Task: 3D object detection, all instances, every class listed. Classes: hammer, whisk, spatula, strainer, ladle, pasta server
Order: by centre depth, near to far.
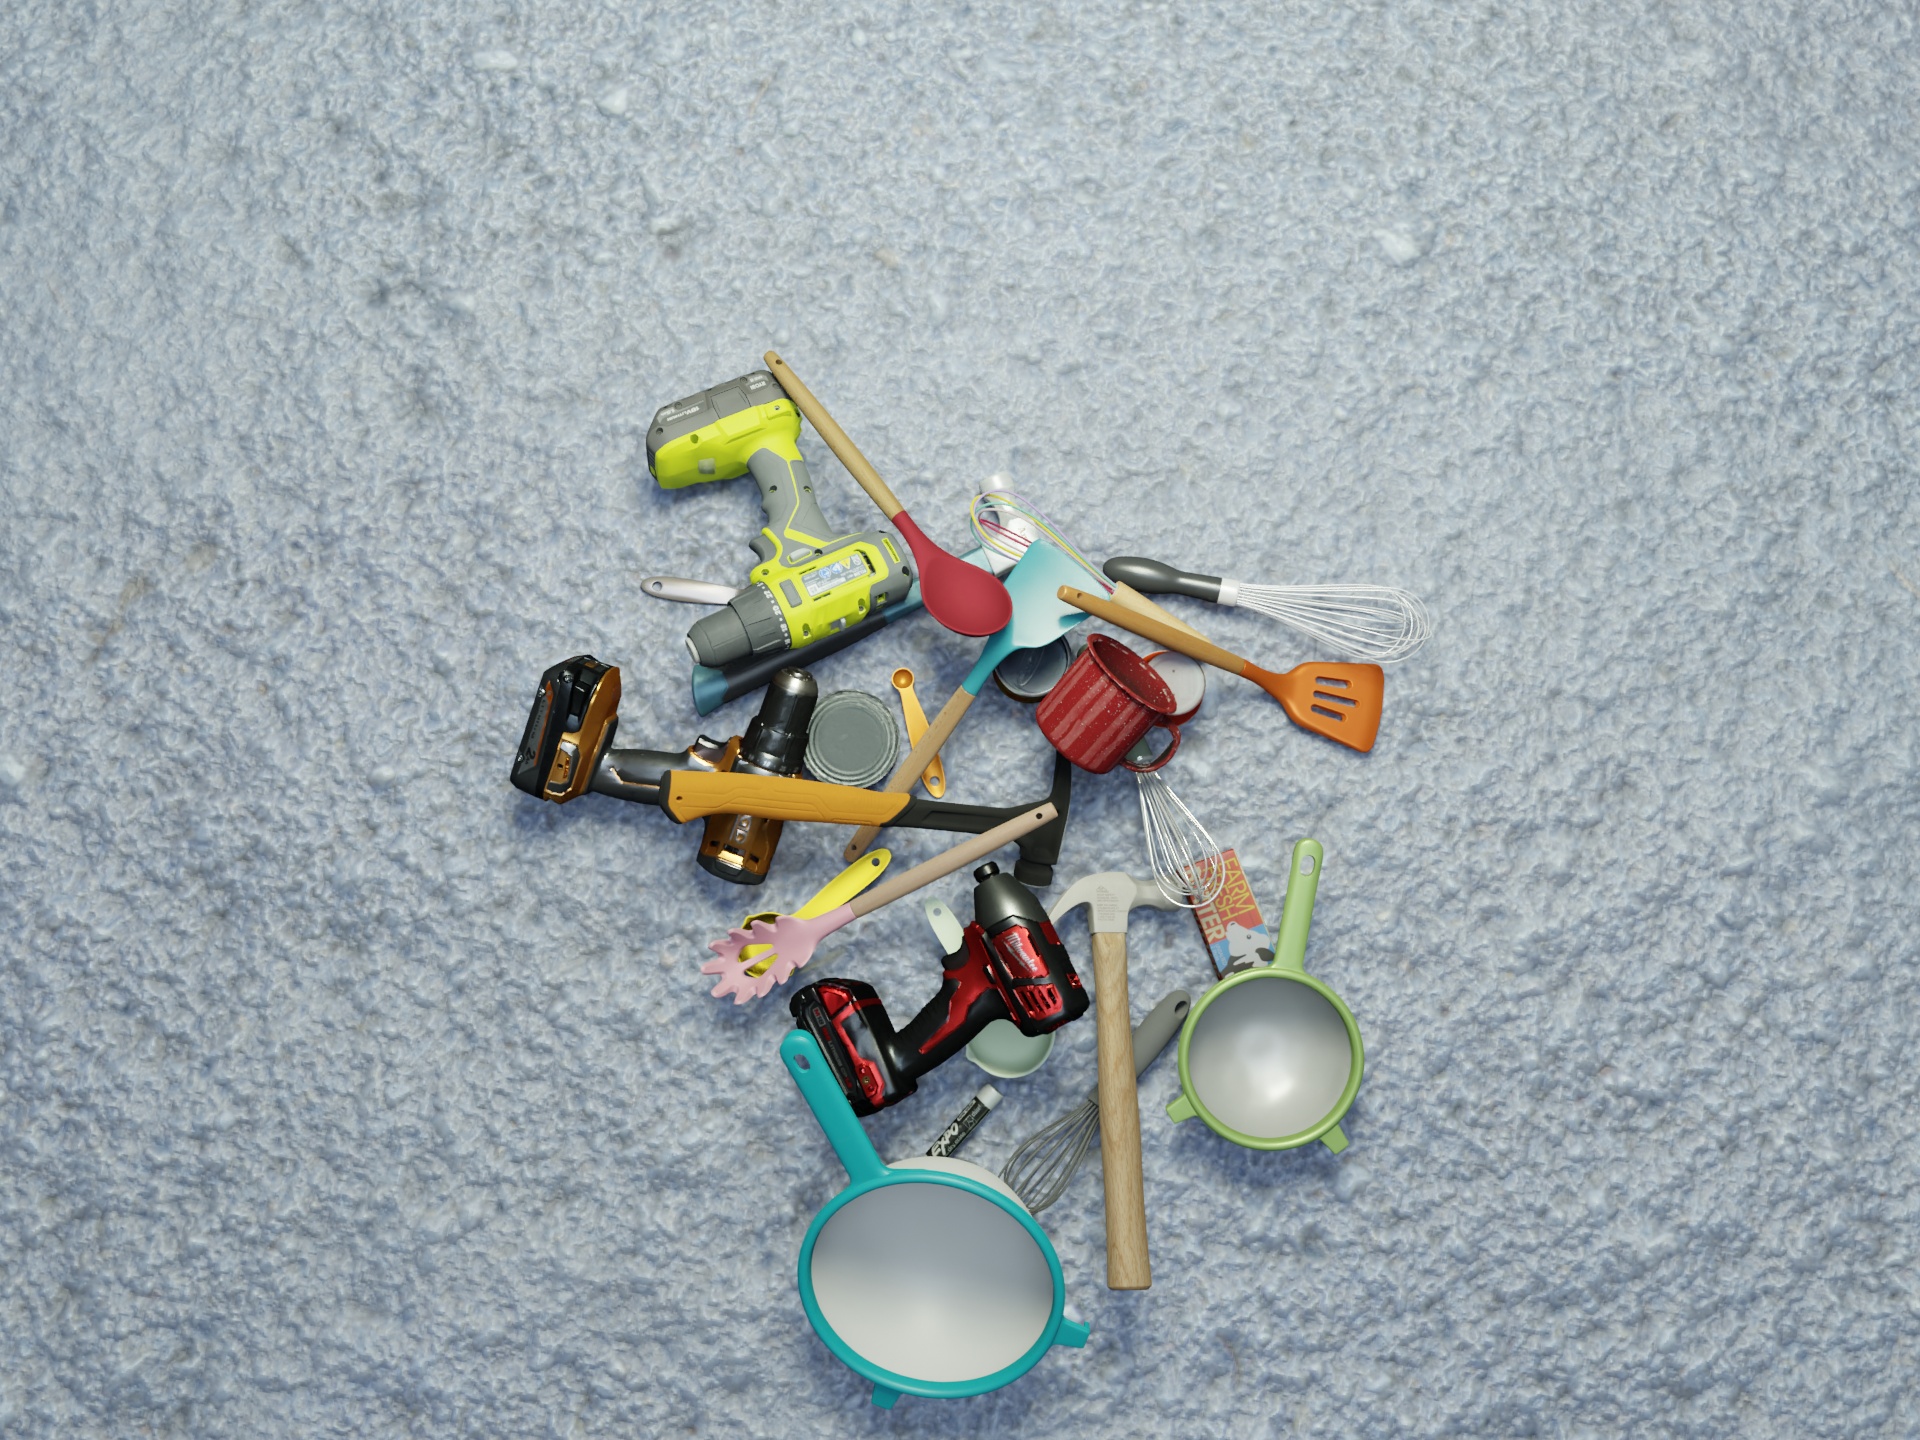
[{"bbox_3d":[-0.047,0.373,1.262,0.211,0.095,0.340,-24,103,15],"label":"strainer"},{"bbox_3d":[0.124,0.287,1.291,0.130,0.031,0.331,1,72,-9],"label":"hammer"},{"bbox_3d":[-0.074,0.064,1.293,0.336,0.034,0.127,6,109,-15],"label":"hammer"},{"bbox_3d":[-0.064,0.143,1.294,0.316,0.040,0.060,-27,84,7],"label":"pasta server"},{"bbox_3d":[-0.067,-0.187,1.302,0.069,0.031,0.315,-31,76,-28],"label":"ladle"},{"bbox_3d":[0.261,0.221,1.315,0.151,0.069,0.256,10,91,0],"label":"strainer"},{"bbox_3d":[0.219,-0.054,1.320,0.322,0.041,0.081,20,75,-27],"label":"spatula"},{"bbox_3d":[-0.002,-0.004,1.324,0.082,0.044,0.317,41,107,14],"label":"spatula"},{"bbox_3d":[0.113,0.318,1.326,0.055,0.055,0.239,40,81,3],"label":"whisk"},{"bbox_3d":[0.154,0.043,1.339,0.059,0.057,0.246,-25,73,7],"label":"whisk"},{"bbox_3d":[0.110,-0.117,1.347,0.245,0.047,0.051,31,112,-13],"label":"whisk"},{"bbox_3d":[0.262,-0.103,1.364,0.284,0.070,0.070,12,84,5],"label":"whisk"},{"bbox_3d":[-0.081,-0.091,1.371,0.331,0.033,0.128,-25,84,-3],"label":"hammer"}]

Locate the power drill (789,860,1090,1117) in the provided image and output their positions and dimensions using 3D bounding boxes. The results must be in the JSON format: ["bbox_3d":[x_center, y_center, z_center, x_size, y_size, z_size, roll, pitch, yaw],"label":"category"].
[{"bbox_3d":[-0.018,0.217,1.284,0.219,0.078,0.143,-30,75,13],"label":"power drill"}]

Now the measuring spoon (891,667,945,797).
[{"bbox_3d":[-0.035,0.011,1.374,0.021,0.011,0.117,-17,88,-3],"label":"measuring spoon"}]

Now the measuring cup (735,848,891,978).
[{"bbox_3d":[-0.122,0.160,1.349,0.156,0.029,0.062,-38,86,-6],"label":"measuring cup"}]

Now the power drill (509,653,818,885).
[{"bbox_3d":[-0.237,0.016,1.319,0.226,0.084,0.185,21,102,0],"label":"power drill"}]

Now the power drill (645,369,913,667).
[{"bbox_3d":[-0.171,-0.162,1.322,0.190,0.080,0.229,-25,74,-16],"label":"power drill"}]

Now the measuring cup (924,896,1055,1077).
[{"bbox_3d":[0.017,0.221,1.339,0.083,0.038,0.167,-31,83,-4],"label":"measuring cup"}]

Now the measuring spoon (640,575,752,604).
[{"bbox_3d":[-0.217,-0.111,1.378,0.124,0.018,0.034,7,85,1],"label":"measuring spoon"}]
